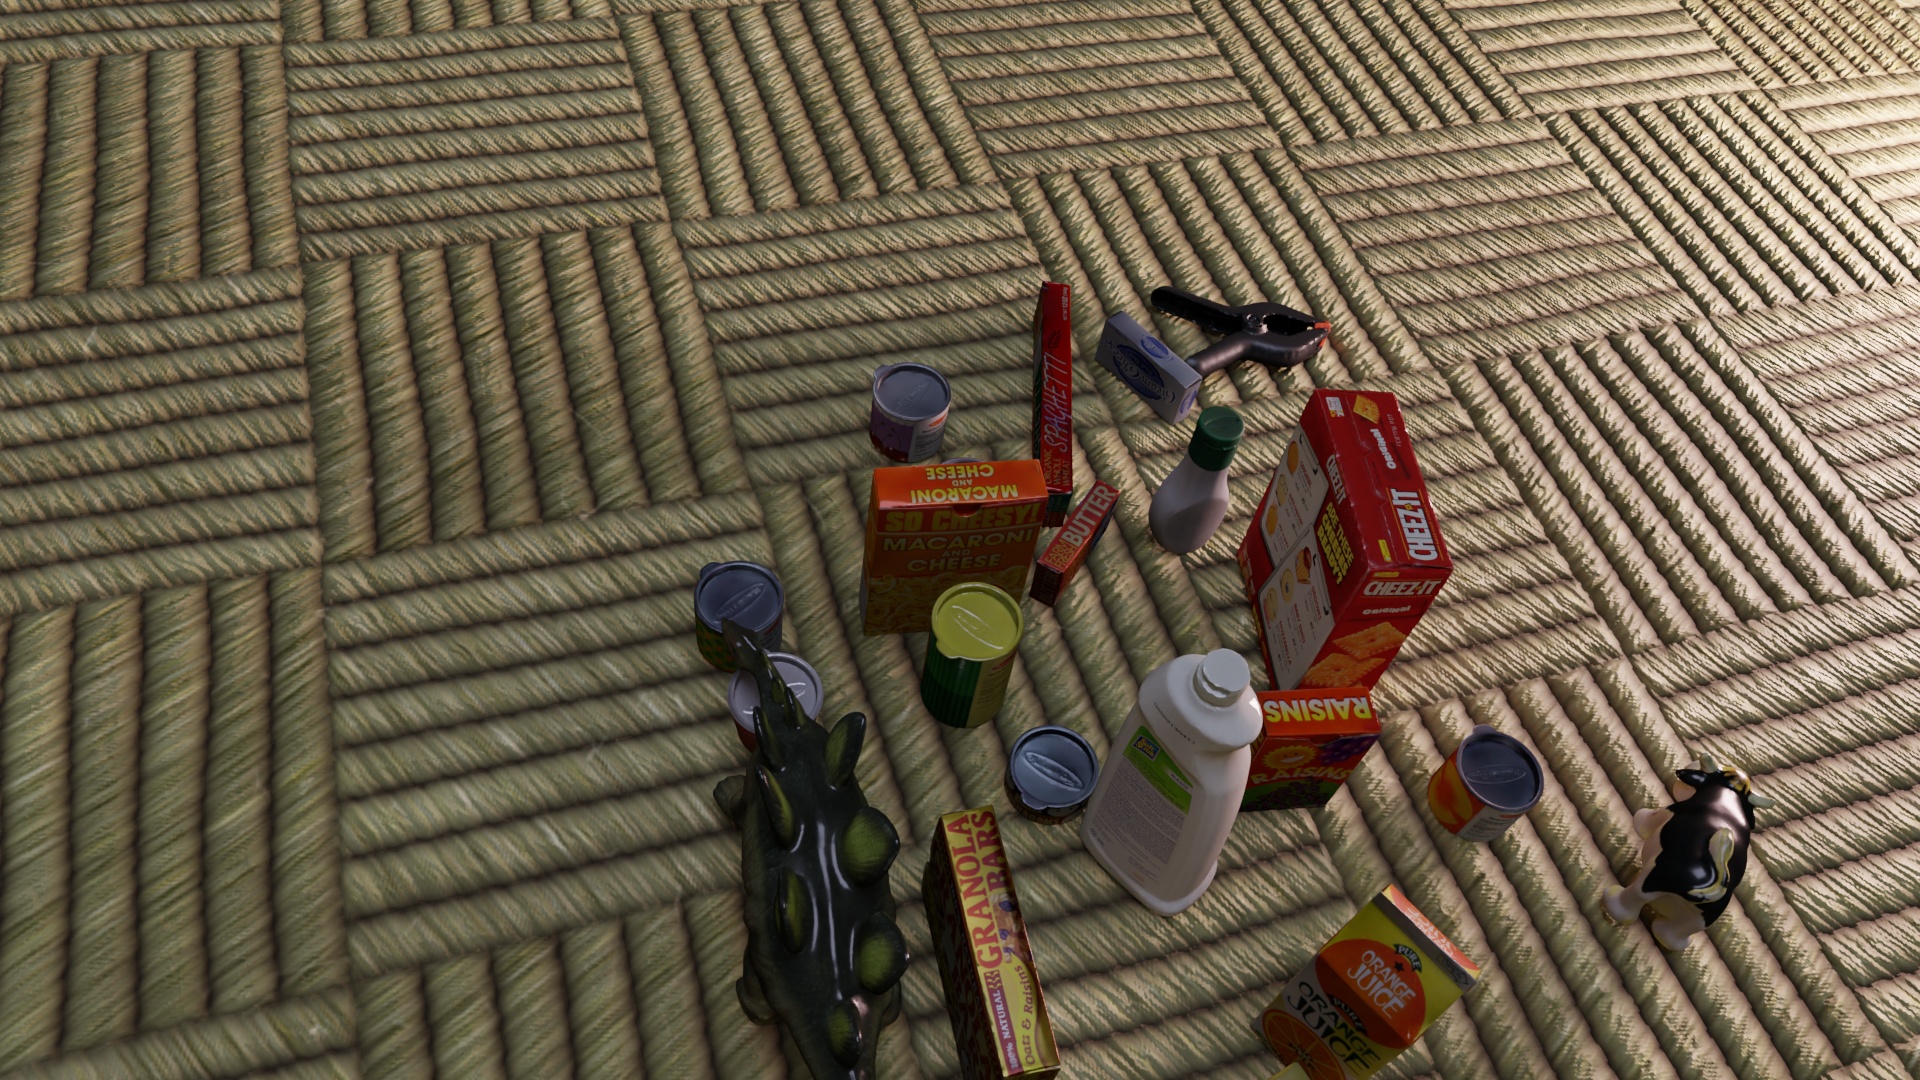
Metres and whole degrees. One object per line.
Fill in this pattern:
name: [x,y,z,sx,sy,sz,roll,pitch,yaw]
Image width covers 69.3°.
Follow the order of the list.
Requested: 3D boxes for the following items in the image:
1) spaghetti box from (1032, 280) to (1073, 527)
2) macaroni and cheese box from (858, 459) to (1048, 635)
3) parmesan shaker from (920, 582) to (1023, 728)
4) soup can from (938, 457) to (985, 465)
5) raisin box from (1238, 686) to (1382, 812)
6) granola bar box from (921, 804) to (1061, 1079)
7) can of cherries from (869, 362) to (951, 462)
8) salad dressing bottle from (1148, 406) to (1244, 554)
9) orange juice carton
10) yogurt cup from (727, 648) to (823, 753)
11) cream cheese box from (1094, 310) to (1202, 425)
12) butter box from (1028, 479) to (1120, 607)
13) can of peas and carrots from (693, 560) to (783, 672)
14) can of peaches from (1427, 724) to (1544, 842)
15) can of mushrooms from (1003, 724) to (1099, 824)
spaghetti box: [0.080,-0.124,1.224,0.029,0.050,0.251,6,53,-4]
macaroni and cheese box: [-0.009,0.009,1.041,0.124,0.165,0.040,-4,55,-11]
parmesan shaker: [0.004,0.088,1.024,0.071,0.102,0.071,4,54,-5]
soup can: [0.004,-0.014,1.111,0.071,0.083,0.072,4,54,-5]
raisin box: [0.238,0.152,0.999,0.086,0.122,0.040,-1,54,-9]
granola bar box: [0.014,0.271,0.879,0.039,0.123,0.166,-7,55,-13]
can of cherries: [-0.046,-0.111,1.190,0.071,0.058,0.072,4,54,-5]
salad dressing bottle: [0.193,-0.048,1.124,0.064,0.146,0.044,-11,57,-16]
orange juice carton: [0.254,0.280,0.865,0.073,0.191,0.072,-32,65,-27]
yogurt cup: [-0.135,0.123,1.008,0.072,0.053,0.073,4,54,-5]
cream cheese box: [0.170,-0.156,1.259,0.024,0.053,0.104,-33,65,-27]
butter box: [0.093,0.002,1.131,0.024,0.052,0.104,29,55,13]
can of peas and carrots: [-0.169,0.057,1.049,0.071,0.058,0.071,4,54,-5]
can of peaches: [0.392,0.183,1.040,0.071,0.057,0.071,4,54,-5]
can of mushrooms: [0.065,0.173,1.014,0.071,0.033,0.071,4,54,-5]
